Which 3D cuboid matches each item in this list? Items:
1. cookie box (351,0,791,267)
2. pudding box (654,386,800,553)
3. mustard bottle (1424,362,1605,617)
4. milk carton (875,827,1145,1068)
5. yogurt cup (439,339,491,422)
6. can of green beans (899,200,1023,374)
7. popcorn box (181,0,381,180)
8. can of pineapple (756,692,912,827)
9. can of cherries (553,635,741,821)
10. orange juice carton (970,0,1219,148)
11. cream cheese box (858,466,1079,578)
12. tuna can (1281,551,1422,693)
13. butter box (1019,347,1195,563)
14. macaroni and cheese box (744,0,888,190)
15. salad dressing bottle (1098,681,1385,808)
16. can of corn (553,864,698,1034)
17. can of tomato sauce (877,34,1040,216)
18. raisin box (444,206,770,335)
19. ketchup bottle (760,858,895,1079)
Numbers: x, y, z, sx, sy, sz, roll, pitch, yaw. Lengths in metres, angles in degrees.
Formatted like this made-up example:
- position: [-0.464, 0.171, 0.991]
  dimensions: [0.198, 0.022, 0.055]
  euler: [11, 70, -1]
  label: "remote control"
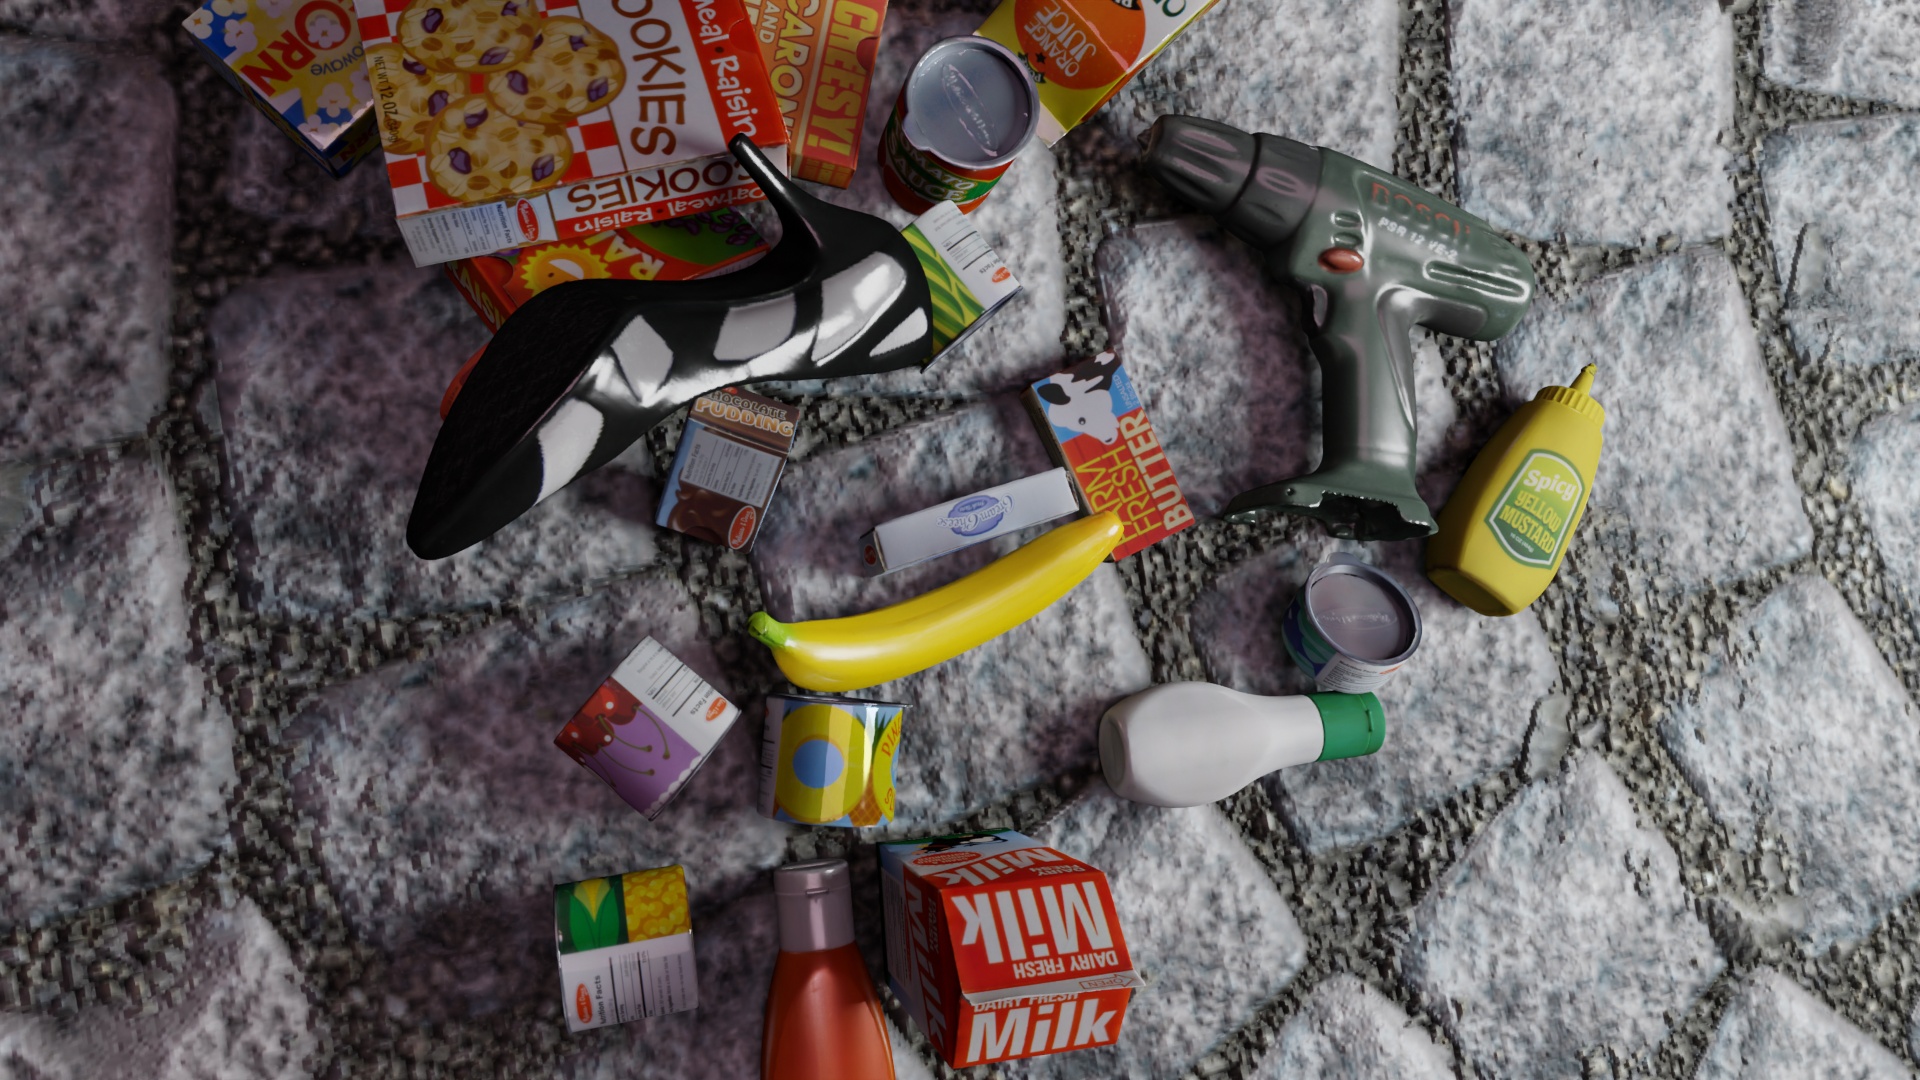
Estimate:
- position: [-0.171, -0.198, 0.620]
  dimensions: [0.168, 0.040, 0.123]
  euler: [-14, 68, -13]
  label: "cookie box"
- position: [-0.111, -0.034, 0.657]
  dimensions: [0.050, 0.083, 0.030]
  euler: [19, 49, -10]
  label: "pudding box"
- position: [0.319, -0.037, 0.774]
  dimensions: [0.065, 0.048, 0.160]
  euler: [33, 78, -10]
  label: "mustard bottle"
- position: [0.015, 0.176, 0.610]
  dimensions: [0.072, 0.190, 0.073]
  euler: [-3, 86, -13]
  label: "milk carton"
- position: [-0.204, -0.061, 0.649]
  dimensions: [0.054, 0.072, 0.072]
  euler: [38, 78, 1]
  label: "yogurt cup"
- position: [-0.012, -0.128, 0.698]
  dimensions: [0.071, 0.071, 0.058]
  euler: [-41, 94, -13]
  label: "can of green beans"
- position: [-0.285, -0.248, 0.660]
  dimensions: [0.085, 0.038, 0.127]
  euler: [43, 77, -6]
  label: "popcorn box"
- position: [-0.060, 0.104, 0.663]
  dimensions: [0.071, 0.071, 0.058]
  euler: [6, 85, -12]
  label: "can of pineapple"
- position: [-0.147, 0.088, 0.646]
  dimensions: [0.058, 0.071, 0.071]
  euler: [40, 78, -7]
  label: "can of cherries"
- position: [0.089, -0.292, 0.734]
  dimensions: [0.193, 0.073, 0.072]
  euler: [-44, 96, -13]
  label: "orange juice carton"
- position: [0.002, -0.009, 0.696]
  dimensions: [0.104, 0.053, 0.024]
  euler: [-18, 89, -14]
  label: "cream cheese box"
- position: [0.205, 0.044, 0.736]
  dimensions: [0.071, 0.032, 0.071]
  euler: [8, 52, -10]
  label: "tuna can"
- position: [0.077, -0.044, 0.732]
  dimensions: [0.053, 0.024, 0.103]
  euler: [-26, 90, -13]
  label: "butter box"
- position: [-0.124, -0.258, 0.698]
  dimensions: [0.166, 0.040, 0.124]
  euler: [11, 83, -12]
  label: "macaroni and cheese box"
- position: [0.148, 0.102, 0.725]
  dimensions: [0.148, 0.044, 0.064]
  euler: [-4, 81, -15]
  label: "salad dressing bottle"
- position: [-0.153, 0.184, 0.636]
  dimensions: [0.058, 0.071, 0.071]
  euler: [-7, 86, -14]
  label: "can of corn"
- position: [-0.005, -0.203, 0.698]
  dimensions: [0.071, 0.083, 0.071]
  euler: [1, 85, -13]
  label: "can of tomato sauce"
- position: [-0.164, -0.131, 0.646]
  dimensions: [0.124, 0.039, 0.086]
  euler: [-30, 68, -30]
  label: "raisin box"
- position: [-0.065, 0.230, 0.662]
  dimensions: [0.065, 0.043, 0.149]
  euler: [-4, 85, -14]
  label: "ketchup bottle"
